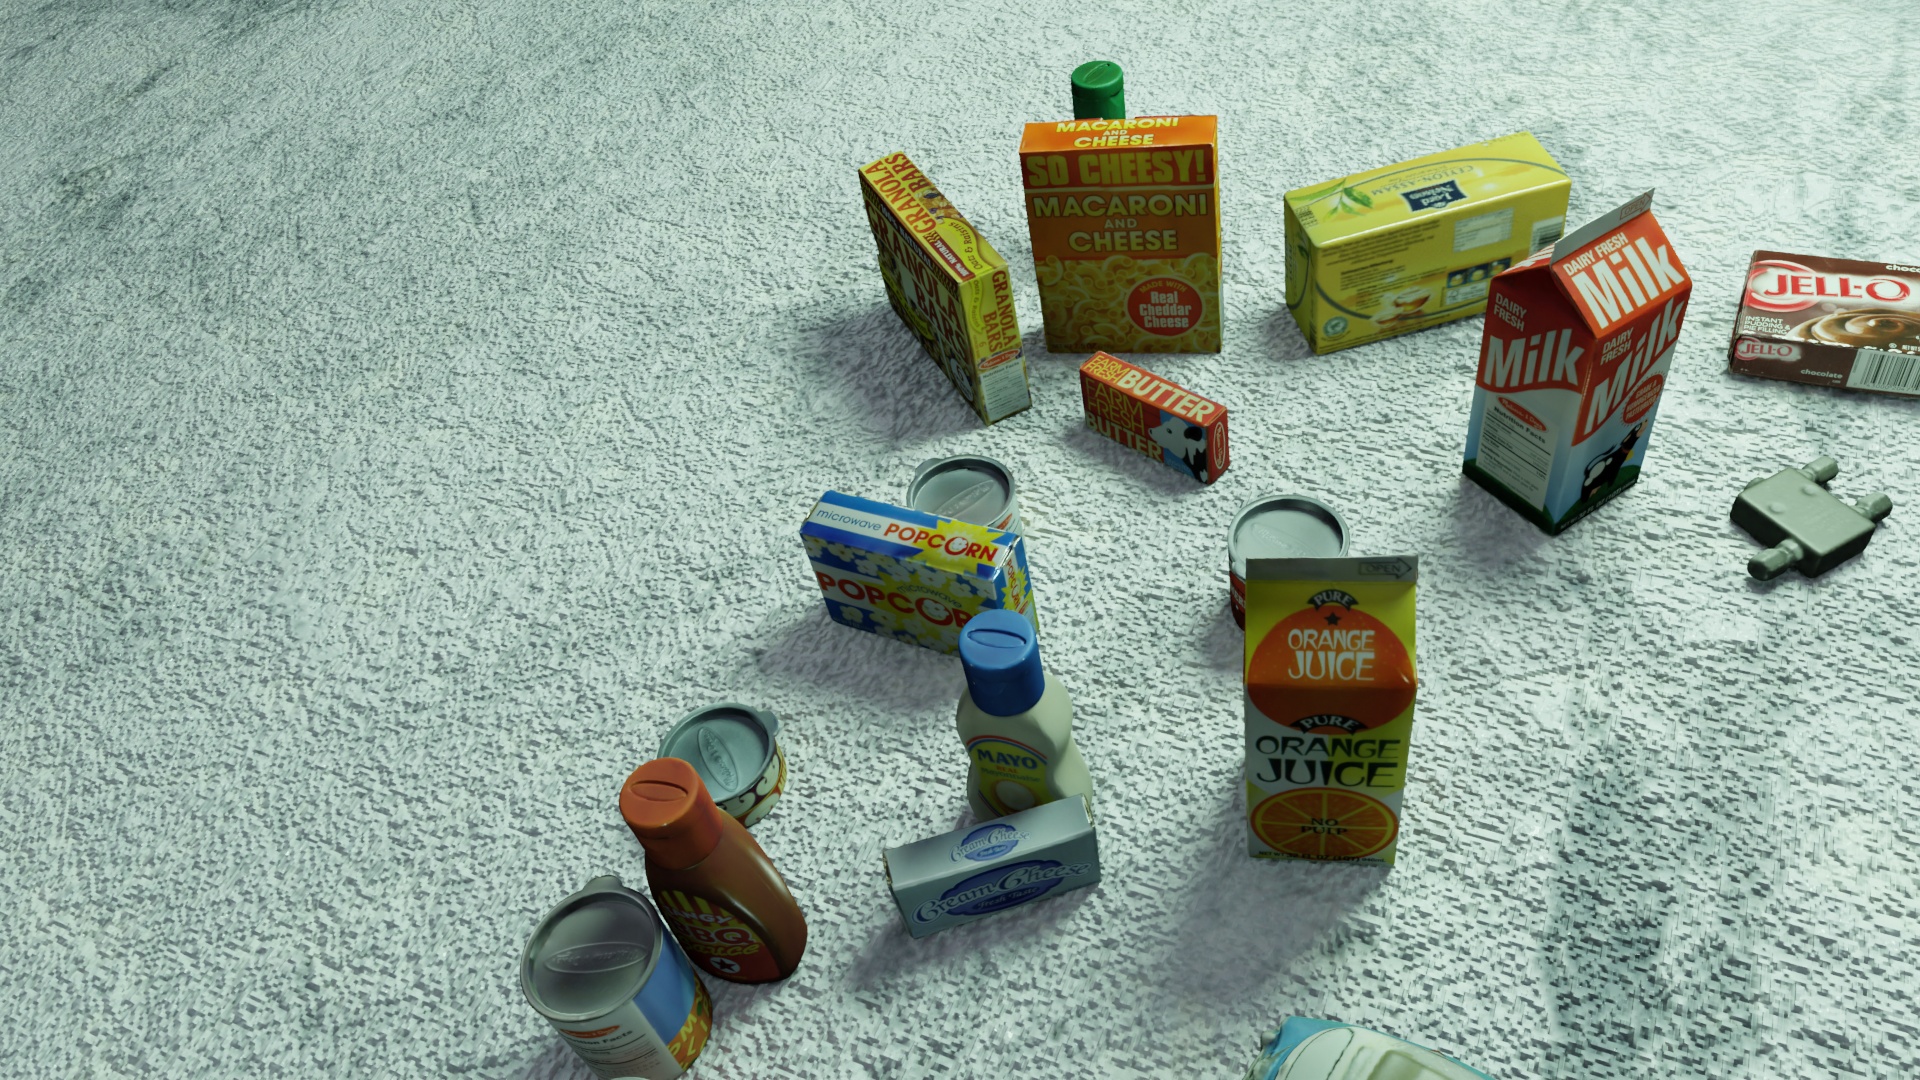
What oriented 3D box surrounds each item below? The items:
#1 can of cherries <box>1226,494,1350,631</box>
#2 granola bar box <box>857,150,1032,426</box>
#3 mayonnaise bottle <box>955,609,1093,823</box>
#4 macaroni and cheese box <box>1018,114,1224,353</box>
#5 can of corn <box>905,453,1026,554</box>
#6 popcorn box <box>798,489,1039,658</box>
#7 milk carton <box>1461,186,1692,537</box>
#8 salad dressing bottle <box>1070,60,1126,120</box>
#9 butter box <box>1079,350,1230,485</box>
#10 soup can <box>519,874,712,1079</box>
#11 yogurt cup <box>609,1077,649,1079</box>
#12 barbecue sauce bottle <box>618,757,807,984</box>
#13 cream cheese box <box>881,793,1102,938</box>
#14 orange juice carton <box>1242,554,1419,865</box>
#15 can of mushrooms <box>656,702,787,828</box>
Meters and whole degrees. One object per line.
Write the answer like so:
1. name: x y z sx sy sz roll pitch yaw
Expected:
1. can of cherries: 0.181 0.018 0.779 0.071 0.058 0.072 -6 47 7
2. granola bar box: -0.012 -0.174 0.955 0.039 0.123 0.166 -25 48 -11
3. mayonnaise bottle: 0.027 0.093 0.681 0.065 0.147 0.041 7 50 18
4. macaroni and cheese box: 0.110 -0.200 0.923 0.124 0.165 0.040 1 48 14
5. can of corn: 0.003 -0.011 0.845 0.071 0.058 0.071 -6 47 7
6. popcorn box: -0.023 0.023 0.801 0.127 0.084 0.038 14 52 23
7. milk carton: 0.338 -0.101 0.765 0.072 0.189 0.074 -30 49 -15
8. salad dressing bottle: 0.104 -0.271 1.004 0.044 0.147 0.064 26 58 31
9. butter box: 0.123 -0.079 0.886 0.103 0.052 0.024 30 60 33
10. soup can: -0.160 0.210 0.657 0.071 0.083 0.072 -6 47 7
11. yogurt cup: -0.144 0.279 0.610 0.072 0.053 0.073 -6 47 7
12. barbecue sauce bottle: -0.119 0.157 0.654 0.065 0.147 0.044 4 49 16
13. cream cheese box: 0.017 0.161 0.685 0.104 0.053 0.024 -16 46 -2
14. orange juice carton: 0.168 0.070 0.642 0.072 0.191 0.073 0 48 13
15. can of mushrooms: -0.129 0.124 0.765 0.071 0.033 0.071 -6 47 7
